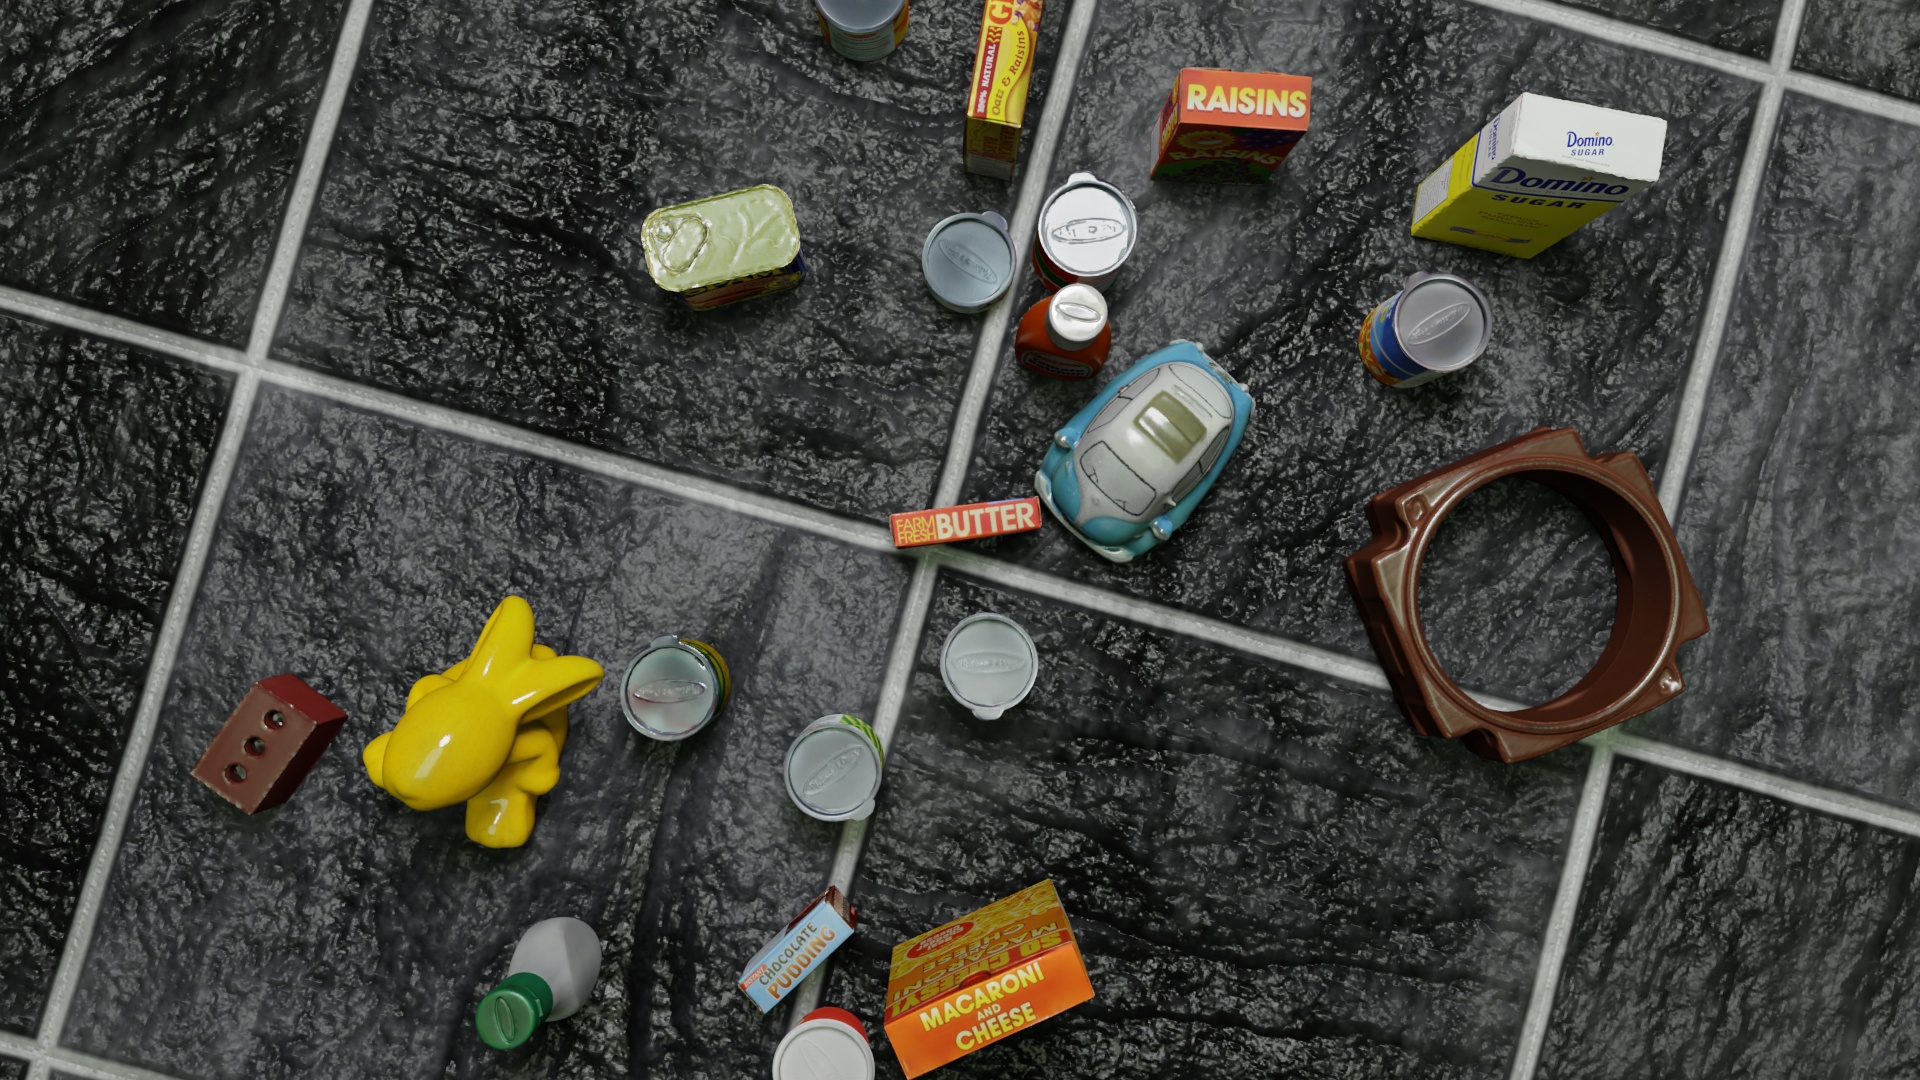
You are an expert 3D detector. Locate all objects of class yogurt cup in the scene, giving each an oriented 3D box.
[{"bbox_3d":[-0.091,0.353,0.947,0.072,0.054,0.072,0,88,-1],"label":"yogurt cup"}]

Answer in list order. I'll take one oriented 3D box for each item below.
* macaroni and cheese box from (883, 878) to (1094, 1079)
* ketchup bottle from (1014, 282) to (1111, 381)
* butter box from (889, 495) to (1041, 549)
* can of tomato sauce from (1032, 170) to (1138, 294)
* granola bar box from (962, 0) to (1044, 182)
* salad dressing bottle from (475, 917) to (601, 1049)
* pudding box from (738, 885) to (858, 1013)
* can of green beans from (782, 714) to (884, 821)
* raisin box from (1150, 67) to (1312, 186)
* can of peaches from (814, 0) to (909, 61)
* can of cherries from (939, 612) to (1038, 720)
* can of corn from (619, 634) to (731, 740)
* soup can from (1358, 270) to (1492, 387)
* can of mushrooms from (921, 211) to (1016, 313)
[{"bbox_3d":[0.015,0.277,0.896,0.124,0.166,0.040,-24,89,-1],"label":"macaroni and cheese box"},{"bbox_3d":[0.071,-0.139,0.922,0.065,0.149,0.043,14,88,0],"label":"ketchup bottle"},{"bbox_3d":[0.003,-0.012,0.964,0.103,0.053,0.024,-7,88,-1],"label":"butter box"},{"bbox_3d":[0.083,-0.208,0.958,0.071,0.083,0.071,0,88,-1],"label":"can of tomato sauce"},{"bbox_3d":[0.034,-0.343,0.942,0.039,0.124,0.165,10,88,0],"label":"granola bar box"},{"bbox_3d":[-0.272,0.287,0.900,0.044,0.147,0.064,-13,88,-1],"label":"salad dressing bottle"},{"bbox_3d":[-0.111,0.279,0.952,0.084,0.049,0.030,-43,89,-2],"label":"pudding box"},{"bbox_3d":[-0.086,0.155,0.953,0.071,0.058,0.071,0,88,-1],"label":"can of green beans"},{"bbox_3d":[0.180,-0.279,0.943,0.086,0.123,0.040,4,88,-1],"label":"raisin box"},{"bbox_3d":[-0.069,-0.381,0.975,0.071,0.058,0.071,0,88,-1],"label":"can of peaches"},{"bbox_3d":[0.018,0.086,0.957,0.071,0.058,0.071,0,88,-1],"label":"can of cherries"},{"bbox_3d":[-0.194,0.099,0.954,0.071,0.058,0.071,0,88,-1],"label":"can of corn"},{"bbox_3d":[0.317,-0.146,0.959,0.071,0.084,0.071,0,88,-1],"label":"soup can"},{"bbox_3d":[0.008,-0.197,0.981,0.071,0.033,0.071,0,88,-1],"label":"can of mushrooms"}]
